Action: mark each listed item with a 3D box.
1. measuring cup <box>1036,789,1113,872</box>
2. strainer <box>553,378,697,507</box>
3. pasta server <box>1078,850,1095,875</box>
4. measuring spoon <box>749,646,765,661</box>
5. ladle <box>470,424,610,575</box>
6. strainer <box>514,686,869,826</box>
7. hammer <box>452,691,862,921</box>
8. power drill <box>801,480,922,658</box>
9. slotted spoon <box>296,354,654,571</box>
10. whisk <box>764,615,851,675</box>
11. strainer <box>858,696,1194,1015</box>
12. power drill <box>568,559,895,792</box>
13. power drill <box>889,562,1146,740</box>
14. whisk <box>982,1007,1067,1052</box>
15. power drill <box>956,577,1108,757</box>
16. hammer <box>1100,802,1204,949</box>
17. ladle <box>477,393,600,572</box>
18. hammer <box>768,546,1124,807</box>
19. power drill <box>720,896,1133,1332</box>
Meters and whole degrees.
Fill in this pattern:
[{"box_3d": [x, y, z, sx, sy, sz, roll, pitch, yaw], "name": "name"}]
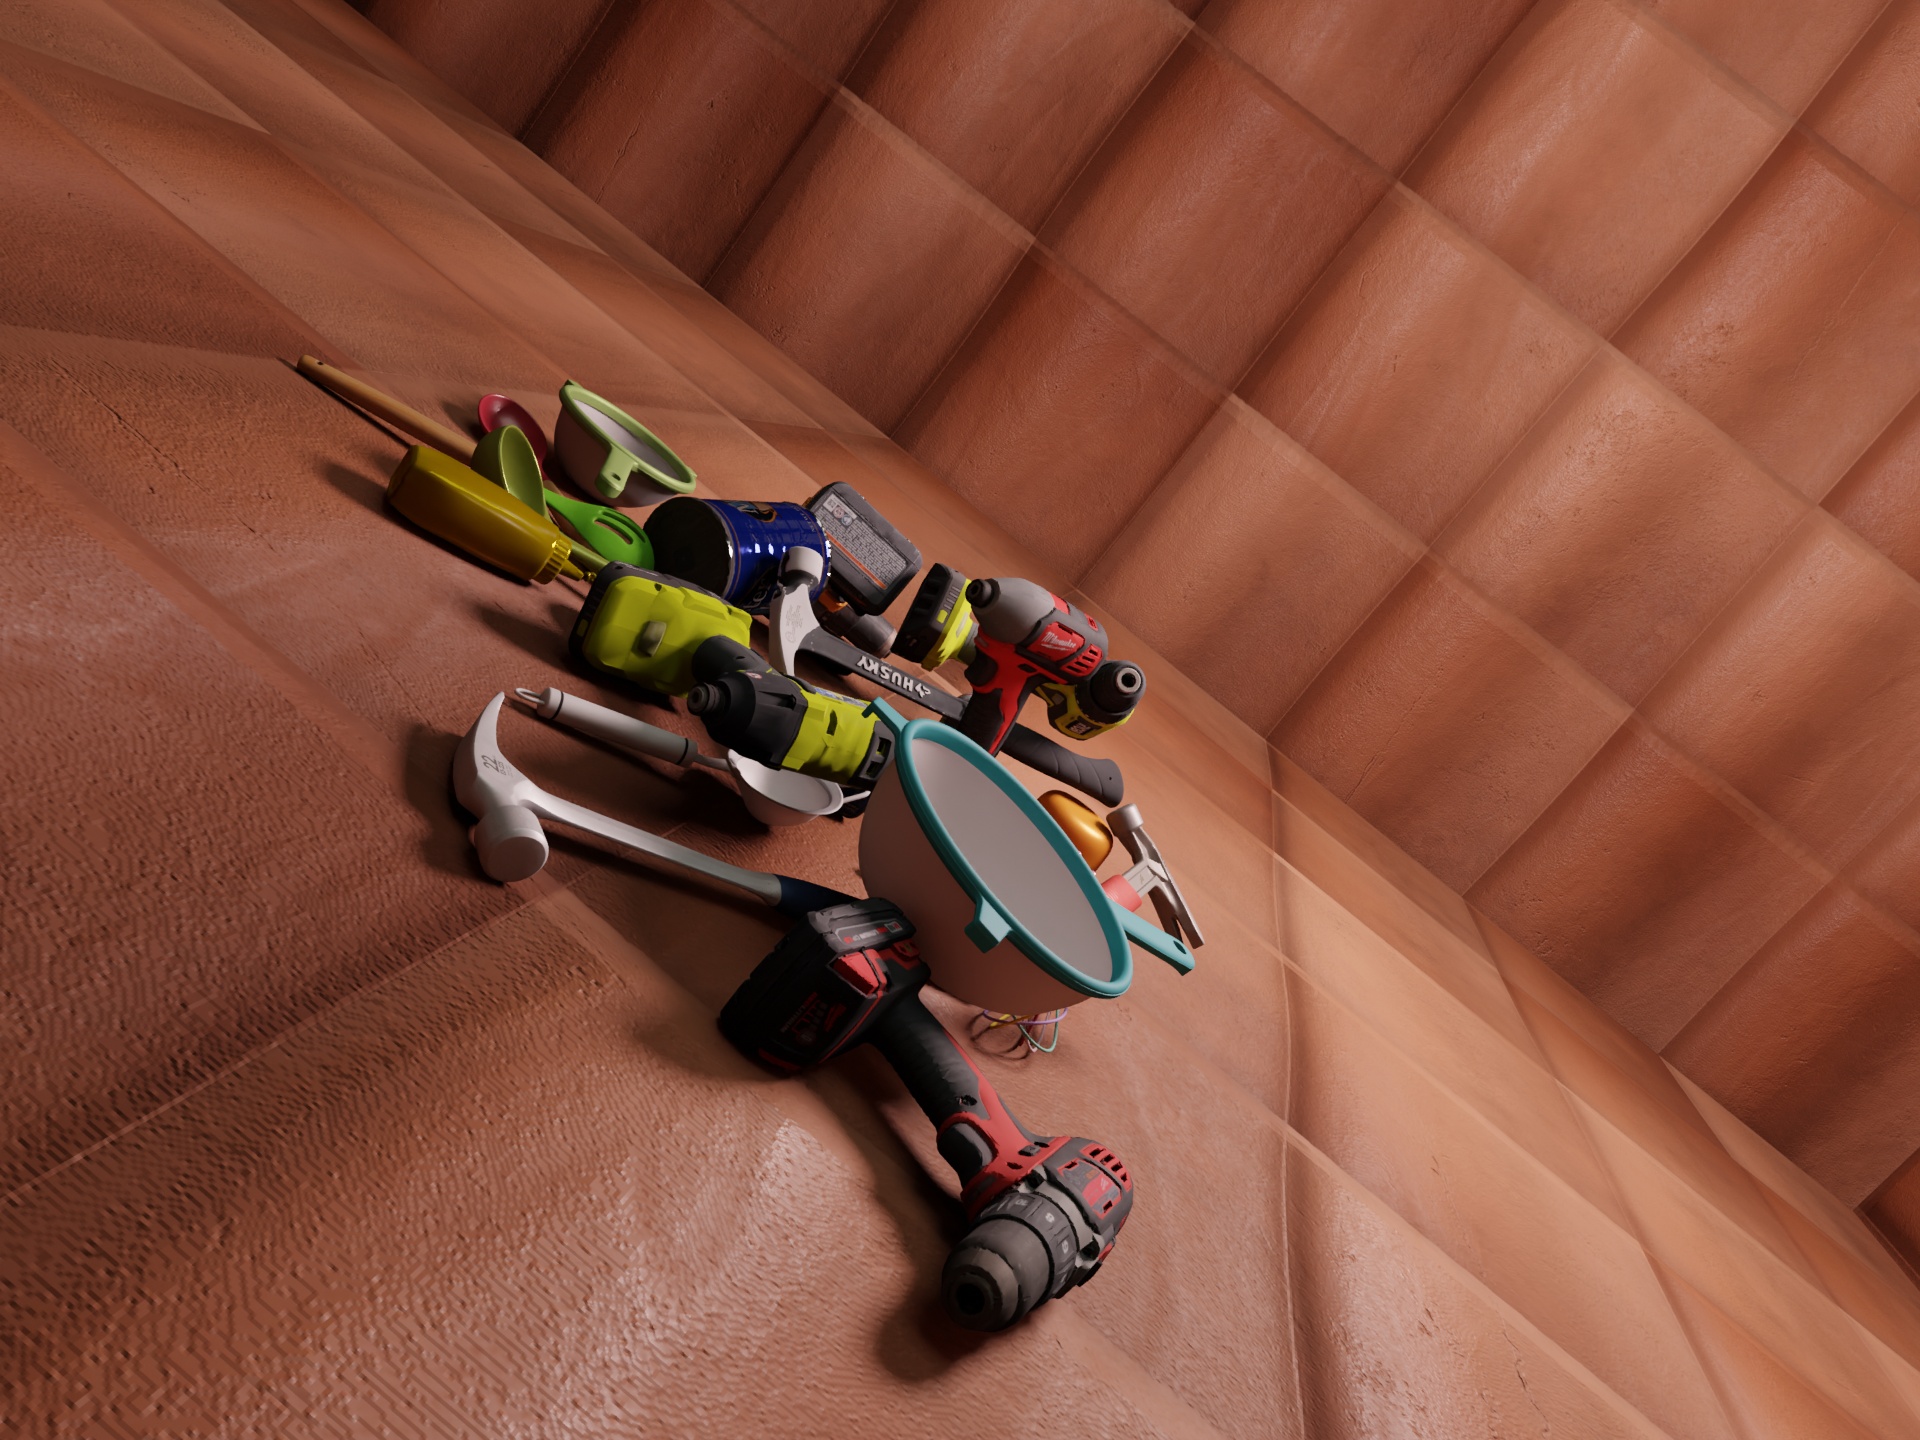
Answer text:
[{"box_3d": [0.070, 0.079, 1.503, 0.173, 0.052, 0.095, 41, 13, 1], "name": "measuring cup"}, {"box_3d": [-0.321, -0.222, 1.440, 0.151, 0.069, 0.257, 36, 14, -18], "name": "strainer"}, {"box_3d": [0.020, 0.119, 1.269, 0.060, 0.040, 0.316, 55, 20, 24], "name": "pasta server"}, {"box_3d": [-0.222, -0.065, 1.306, 0.128, 0.021, 0.042, 24, 18, -17], "name": "measuring spoon"}, {"box_3d": [-0.248, -0.109, 1.240, 0.320, 0.062, 0.078, 39, 17, -8], "name": "ladle"}, {"box_3d": [-0.177, 0.025, 1.055, 0.258, 0.050, 0.087, 23, 18, -32], "name": "strainer"}, {"box_3d": [-0.125, 0.095, 0.964, 0.405, 0.035, 0.144, 27, 17, -40], "name": "hammer"}, {"box_3d": [-0.112, -0.137, 1.552, 0.185, 0.084, 0.226, 43, -16, -12], "name": "power drill"}, {"box_3d": [-0.381, -0.205, 1.271, 0.313, 0.031, 0.070, 29, 27, -13], "name": "slotted spoon"}, {"box_3d": [-0.191, -0.115, 1.486, 0.238, 0.055, 0.055, 38, 12, -21], "name": "whisk"}, {"box_3d": [0.041, 0.131, 1.032, 0.340, 0.095, 0.211, 34, 21, -47], "name": "strainer"}, {"box_3d": [-0.161, -0.029, 1.075, 0.223, 0.080, 0.171, 30, 8, 40], "name": "power drill"}, {"box_3d": [0.059, -0.058, 1.479, 0.228, 0.080, 0.190, 26, -11, -5], "name": "power drill"}, {"box_3d": [0.070, 0.194, 1.138, 0.051, 0.047, 0.245, 40, 10, 11], "name": "whisk"}, {"box_3d": [0.009, -0.017, 1.291, 0.143, 0.219, 0.079, 26, 17, -43], "name": "power drill"}, {"box_3d": [0.135, 0.158, 1.333, 0.149, 0.036, 0.359, 64, 16, 5], "name": "hammer"}, {"box_3d": [-0.342, -0.185, 1.354, 0.069, 0.031, 0.316, 12, 30, -47], "name": "ladle"}, {"box_3d": [-0.002, -0.005, 1.409, 0.408, 0.036, 0.149, 26, 58, -34], "name": "hammer"}, {"box_3d": [-0.017, 0.202, 0.811, 0.227, 0.080, 0.188, 45, 15, 15], "name": "power drill"}]
